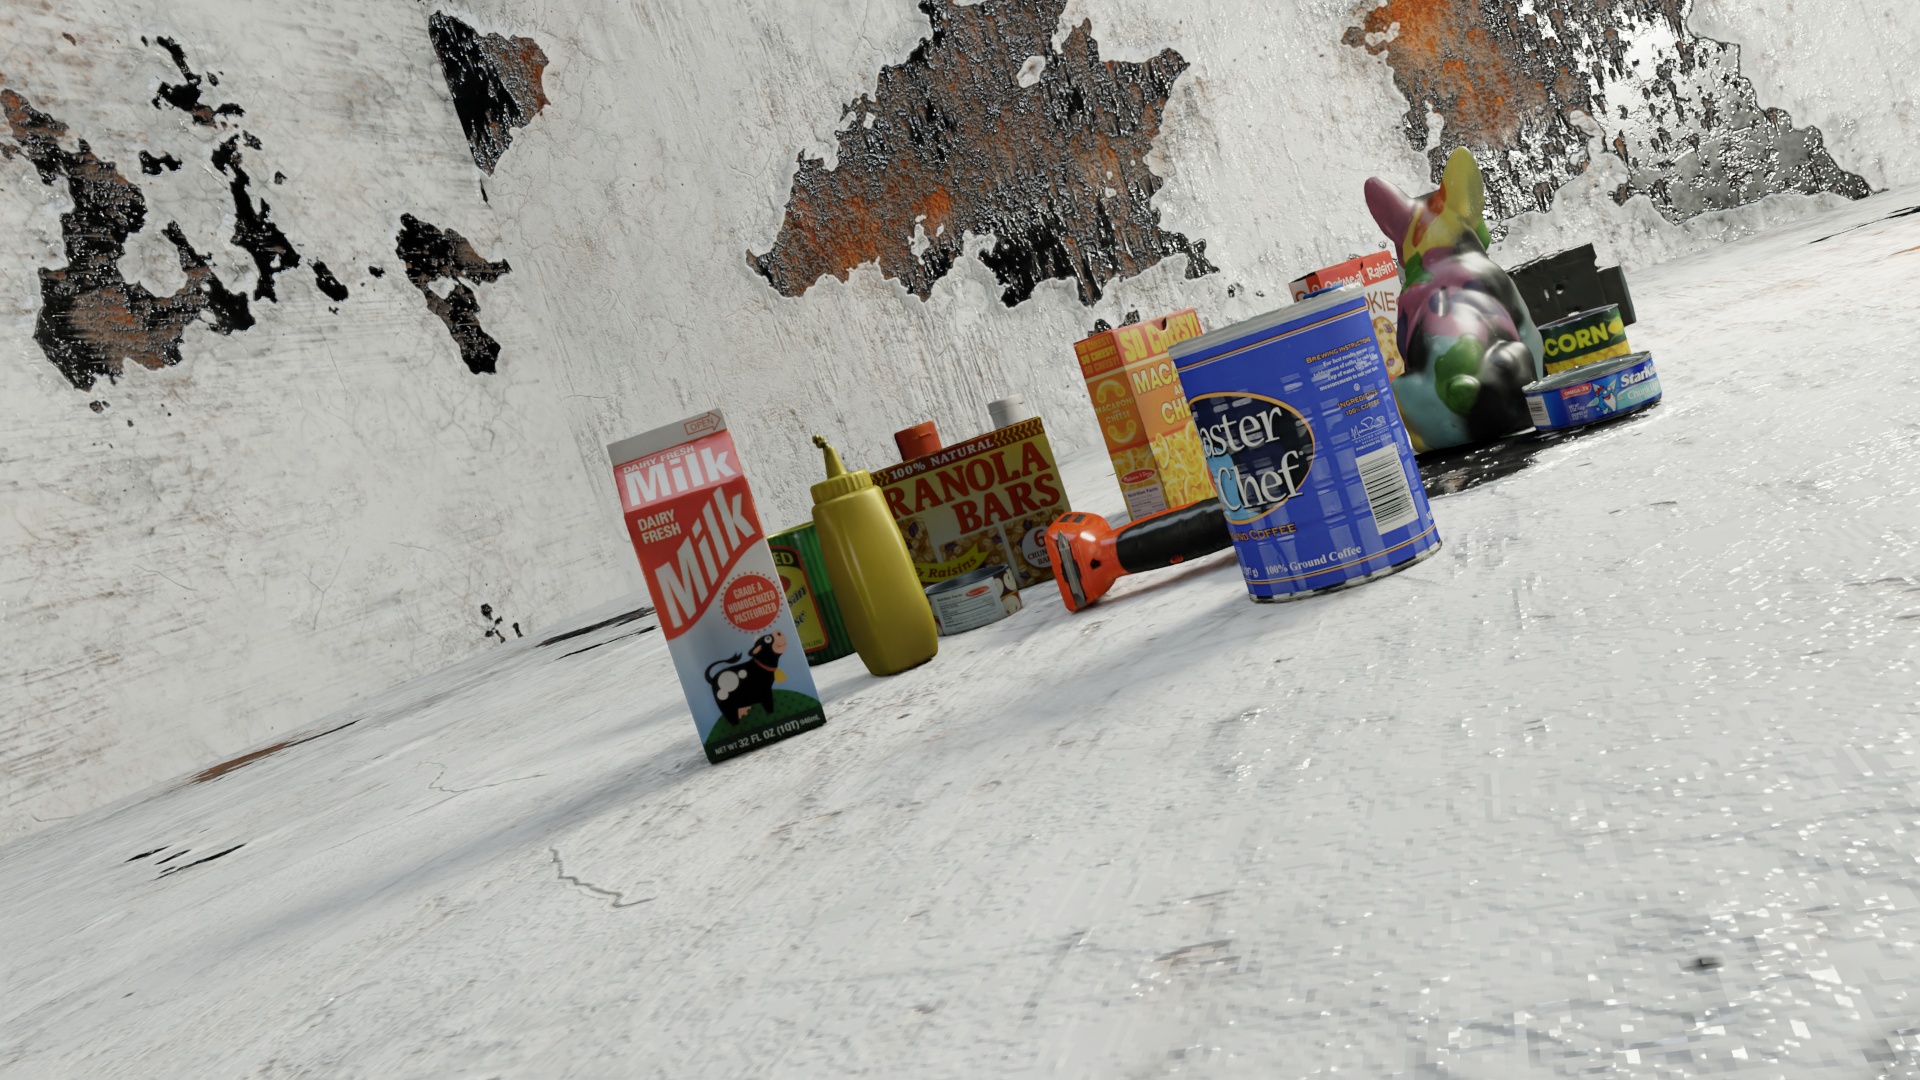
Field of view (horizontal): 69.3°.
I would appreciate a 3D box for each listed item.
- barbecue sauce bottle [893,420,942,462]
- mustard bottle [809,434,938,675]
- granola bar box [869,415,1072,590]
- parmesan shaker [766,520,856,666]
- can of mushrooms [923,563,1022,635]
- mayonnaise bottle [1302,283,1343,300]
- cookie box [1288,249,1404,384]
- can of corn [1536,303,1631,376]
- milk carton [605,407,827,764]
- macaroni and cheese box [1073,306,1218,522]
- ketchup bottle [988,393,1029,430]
[{"bbox_3d":[-0.017,-0.028,1.205,0.065,0.148,0.043,-21,4,-25],"label":"barbecue sauce bottle"},{"bbox_3d":[-0.062,0.006,0.893,0.049,0.160,0.065,-21,4,-24],"label":"mustard bottle"},{"bbox_3d":[0.004,-0.014,1.094,0.165,0.124,0.039,-18,4,4],"label":"granola bar box"},{"bbox_3d":[-0.108,0.038,1.061,0.071,0.103,0.071,-19,4,2],"label":"parmesan shaker"},{"bbox_3d":[0.009,0.041,0.986,0.071,0.033,0.071,-19,4,1],"label":"can of mushrooms"},{"bbox_3d":[0.342,-0.151,1.226,0.065,0.148,0.041,-21,5,-32],"label":"mayonnaise bottle"},{"bbox_3d":[0.397,-0.191,1.361,0.123,0.167,0.040,-22,5,-37],"label":"cookie box"},{"bbox_3d":[0.520,-0.159,1.157,0.071,0.058,0.071,-19,4,1],"label":"can of corn"},{"bbox_3d":[-0.142,0.024,0.806,0.072,0.190,0.073,-19,4,-8],"label":"milk carton"},{"bbox_3d":[0.157,-0.083,1.035,0.040,0.166,0.124,-15,5,41],"label":"macaroni and cheese box"},{"bbox_3d":[0.067,-0.074,1.414,0.043,0.148,0.065,-17,4,22],"label":"ketchup bottle"}]
